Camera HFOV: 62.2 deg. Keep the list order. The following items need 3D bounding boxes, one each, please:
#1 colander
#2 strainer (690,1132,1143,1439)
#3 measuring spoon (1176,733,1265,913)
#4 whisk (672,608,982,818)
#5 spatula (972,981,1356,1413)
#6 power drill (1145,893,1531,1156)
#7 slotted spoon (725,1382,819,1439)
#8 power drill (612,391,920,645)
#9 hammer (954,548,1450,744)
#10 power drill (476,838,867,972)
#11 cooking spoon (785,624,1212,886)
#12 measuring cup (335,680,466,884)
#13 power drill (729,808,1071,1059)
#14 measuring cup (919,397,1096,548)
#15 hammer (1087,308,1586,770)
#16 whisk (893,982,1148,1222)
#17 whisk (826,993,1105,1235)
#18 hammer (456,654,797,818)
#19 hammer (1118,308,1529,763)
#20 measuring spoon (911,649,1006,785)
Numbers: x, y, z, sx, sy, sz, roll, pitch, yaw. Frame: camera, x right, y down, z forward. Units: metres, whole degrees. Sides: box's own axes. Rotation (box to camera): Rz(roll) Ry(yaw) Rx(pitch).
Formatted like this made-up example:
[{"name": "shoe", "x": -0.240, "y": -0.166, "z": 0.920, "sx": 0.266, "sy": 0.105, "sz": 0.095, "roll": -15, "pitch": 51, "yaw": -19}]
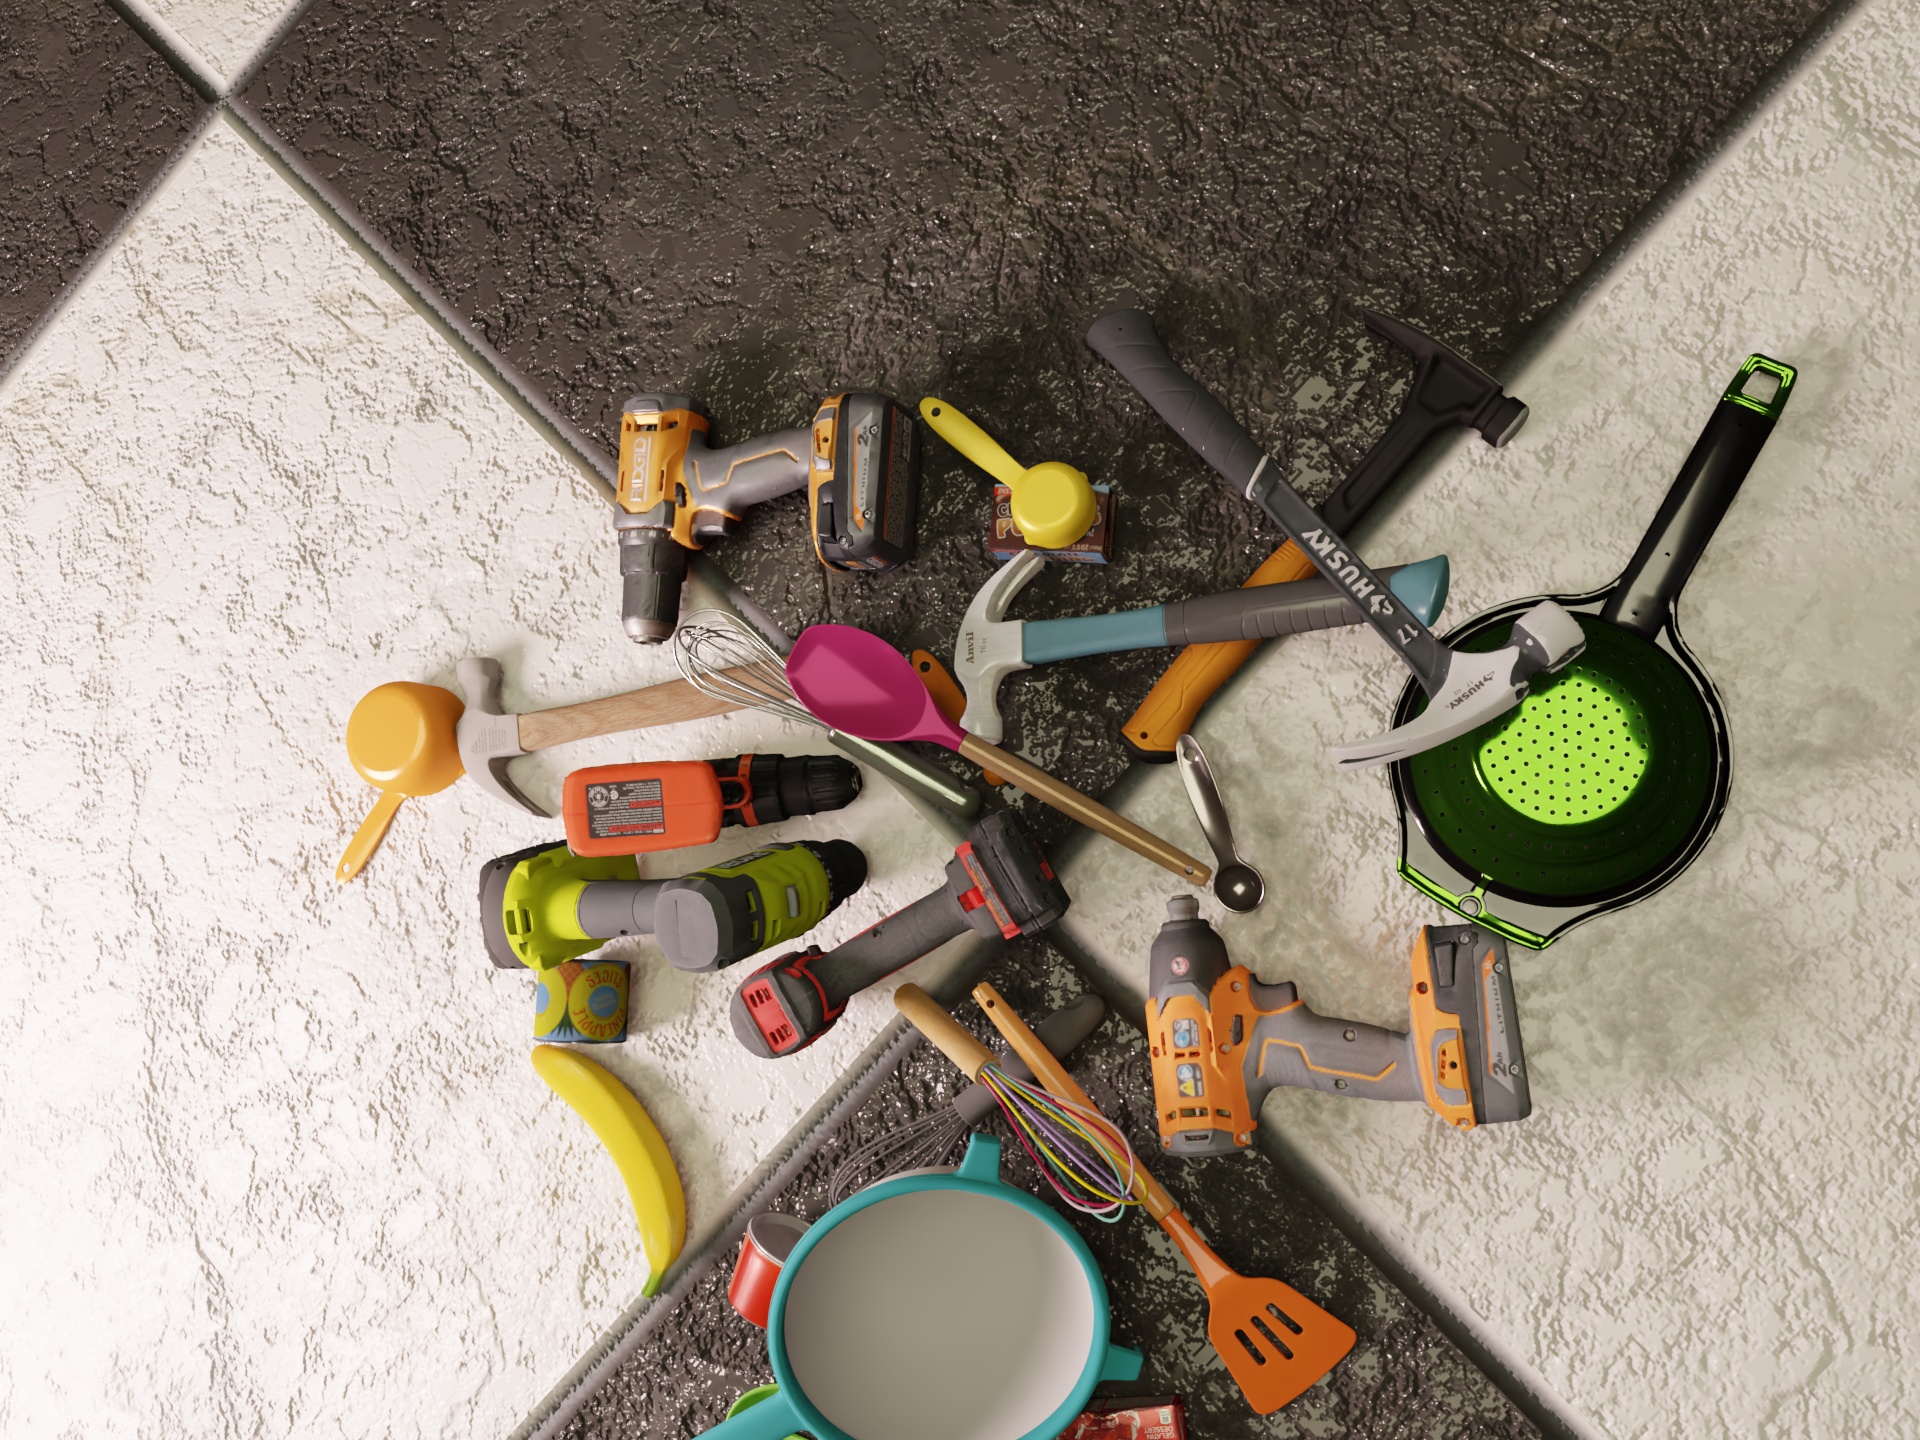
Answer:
[{"name": "colander", "x": 0.402, "y": -0.054, "z": 0.962, "sx": 0.204, "sy": 0.094, "sz": 0.397, "roll": 29, "pitch": 92, "yaw": 18}, {"name": "strainer", "x": -0.069, "y": 0.398, "z": 1.022, "sx": 0.340, "sy": 0.095, "sz": 0.211, "roll": -31, "pitch": 103, "yaw": 6}, {"name": "measuring spoon", "x": 0.169, "y": 0.066, "z": 1.046, "sx": 0.034, "sy": 0.018, "sz": 0.124, "roll": -21, "pitch": 87, "yaw": 26}, {"name": "whisk", "x": -0.092, "y": -0.001, "z": 1.103, "sx": 0.246, "sy": 0.058, "sz": 0.059, "roll": 31, "pitch": 104, "yaw": 1}, {"name": "spatula", "x": 0.116, "y": 0.295, "z": 1.018, "sx": 0.081, "sy": 0.041, "sz": 0.323, "roll": -42, "pitch": 76, "yaw": 5}, {"name": "power drill", "x": 0.227, "y": 0.181, "z": 0.992, "sx": 0.226, "sy": 0.084, "sz": 0.164, "roll": -9, "pitch": 80, "yaw": 19}, {"name": "slotted spoon", "x": -0.009, "y": 0.512, "z": 1.043, "sx": 0.314, "sy": 0.031, "sz": 0.070, "roll": 15, "pitch": 87, "yaw": 16}, {"name": "power drill", "x": -0.150, "y": -0.146, "z": 1.148, "sx": 0.226, "sy": 0.084, "sz": 0.185, "roll": 2, "pitch": 83, "yaw": 21}, {"name": "hammer", "x": 0.149, "y": -0.063, "z": 1.035, "sx": 0.331, "sy": 0.033, "sz": 0.128, "roll": -7, "pitch": 76, "yaw": 25}, {"name": "power drill", "x": -0.192, "y": 0.118, "z": 1.083, "sx": 0.228, "sy": 0.190, "sz": 0.080, "roll": -4, "pitch": 96, "yaw": 28}, {"name": "cooking spoon", "x": 0.024, "y": 0.027, "z": 1.060, "sx": 0.319, "sy": 0.017, "sz": 0.069, "roll": 29, "pitch": 94, "yaw": 9}, {"name": "measuring cup", "x": -0.448, "y": 0.049, "z": 1.221, "sx": 0.095, "sy": 0.052, "sz": 0.173, "roll": 30, "pitch": 90, "yaw": 18}, {"name": "power drill", "x": -0.041, "y": 0.145, "z": 1.049, "sx": 0.219, "sy": 0.143, "sz": 0.078, "roll": -30, "pitch": 85, "yaw": 4}, {"name": "measuring cup", "x": 0.026, "y": -0.178, "z": 1.091, "sx": 0.157, "sy": 0.029, "sz": 0.062, "roll": 41, "pitch": 93, "yaw": 17}, {"name": "hammer", "x": 0.195, "y": -0.137, "z": 1.001, "sx": 0.149, "sy": 0.036, "sz": 0.409, "roll": -37, "pitch": 55, "yaw": 4}, {"name": "whisk", "x": 0.033, "y": 0.237, "z": 1.016, "sx": 0.245, "sy": 0.047, "sz": 0.051, "roll": 34, "pitch": 137, "yaw": 46}, {"name": "whisk", "x": 0.003, "y": 0.262, "z": 1.064, "sx": 0.239, "sy": 0.055, "sz": 0.055, "roll": -40, "pitch": 74, "yaw": 4}, {"name": "hammer", "x": -0.221, "y": -0.009, "z": 1.174, "sx": 0.331, "sy": 0.031, "sz": 0.130, "roll": -11, "pitch": 79, "yaw": 15}, {"name": "hammer", "x": 0.217, "y": -0.111, "z": 1.056, "sx": 0.127, "sy": 0.034, "sz": 0.337, "roll": 41, "pitch": 95, "yaw": 17}, {"name": "measuring spoon", "x": -0.002, "y": -0.004, "z": 1.118, "sx": 0.021, "sy": 0.011, "sz": 0.117, "roll": -37, "pitch": 74, "yaw": 9}]
